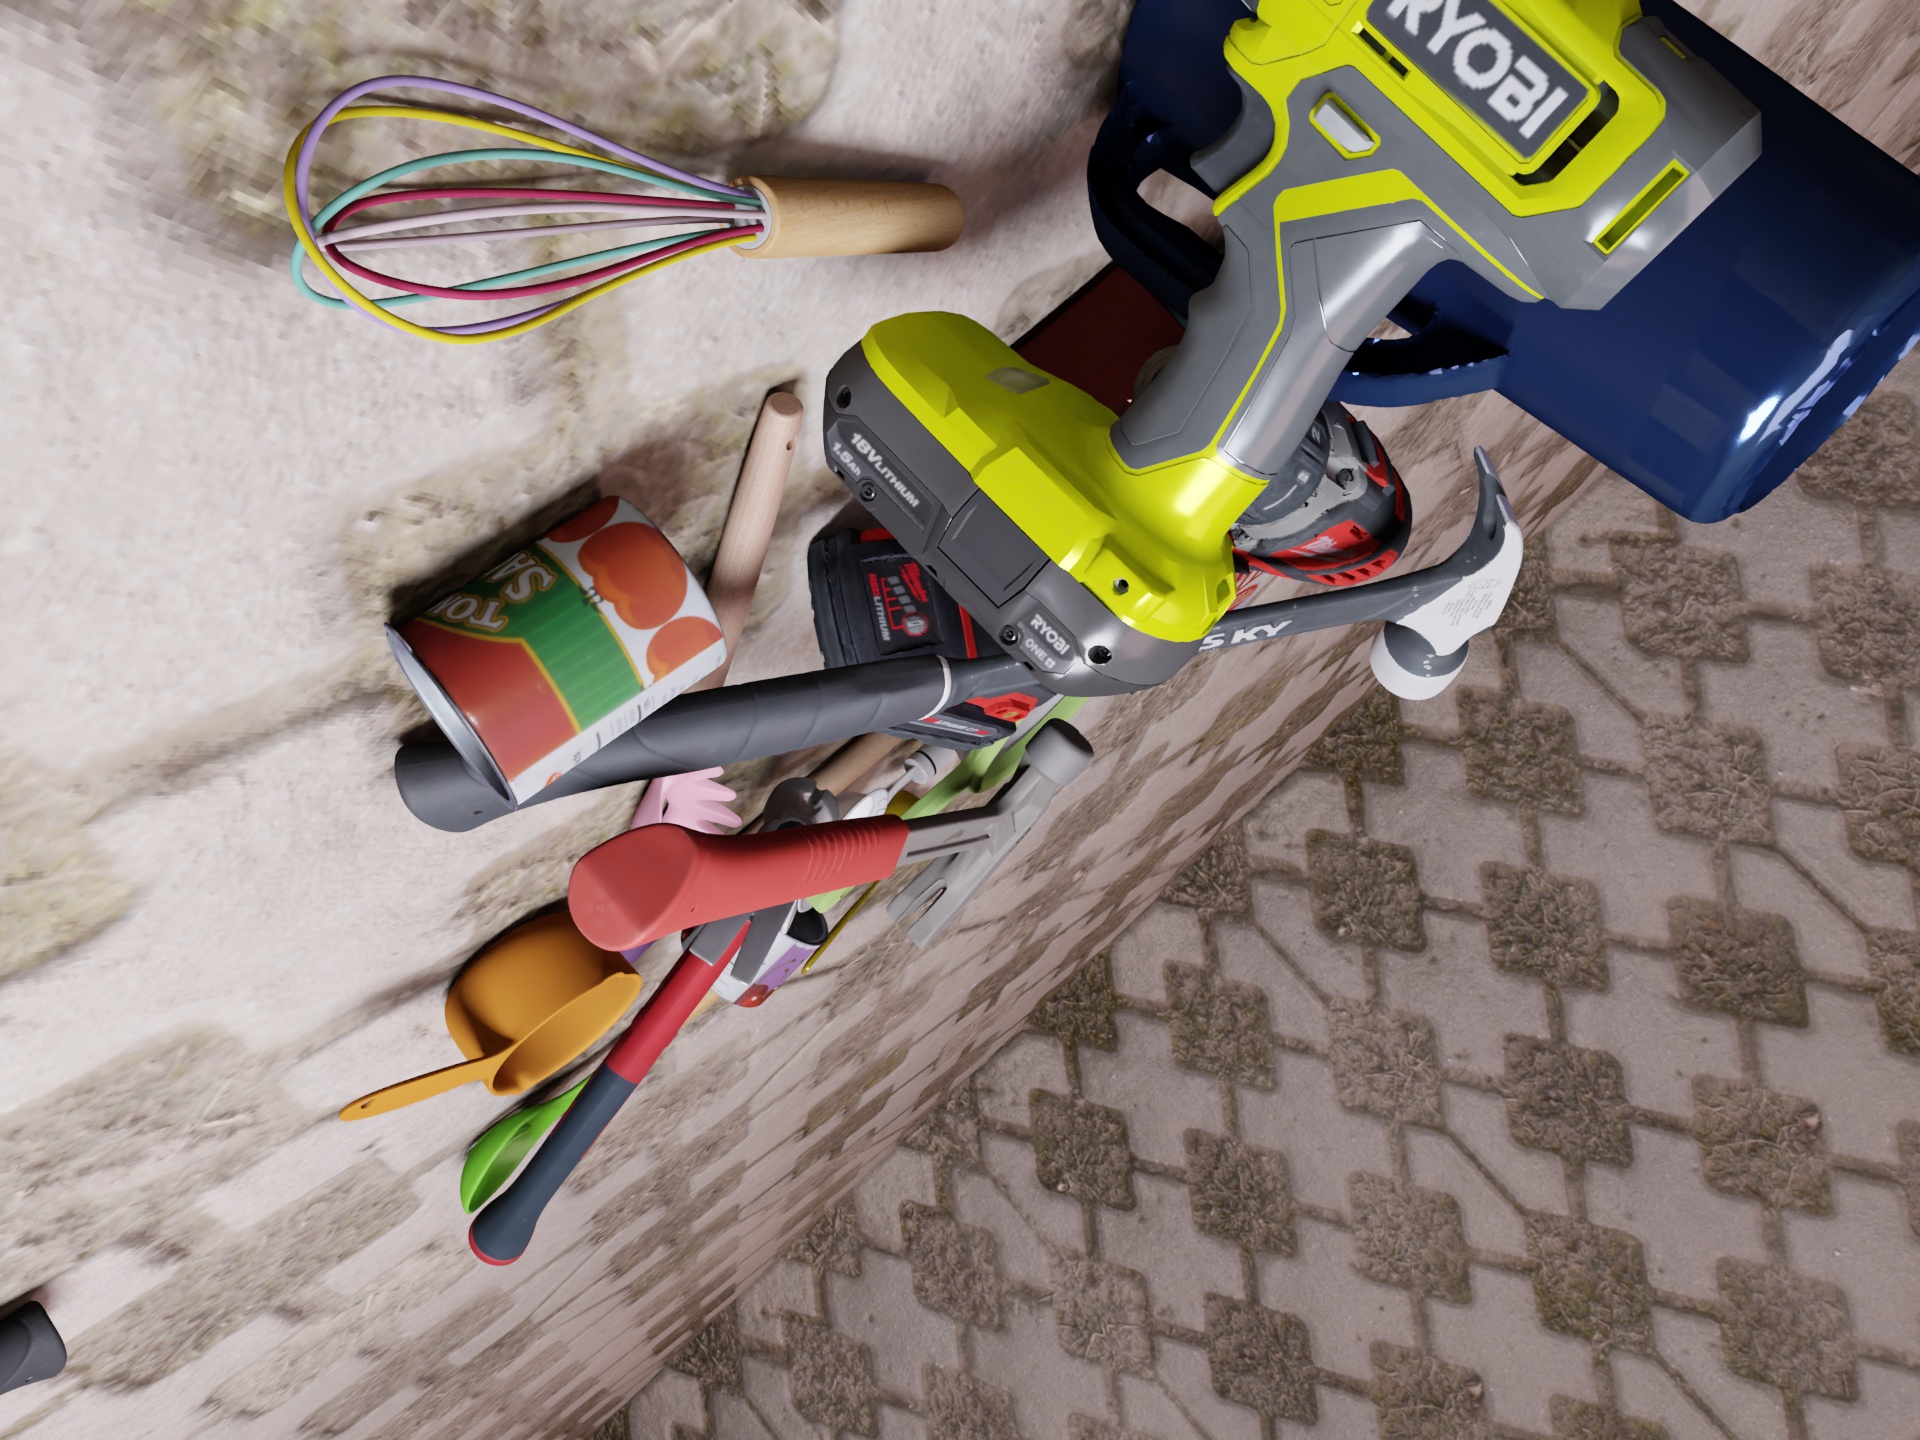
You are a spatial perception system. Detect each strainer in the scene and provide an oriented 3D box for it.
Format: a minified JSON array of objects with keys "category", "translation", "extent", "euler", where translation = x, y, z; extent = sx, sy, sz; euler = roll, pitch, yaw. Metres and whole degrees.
[{"category":"strainer","translation":[-0.032,0.032,0.954],"extent":[0.258,0.050,0.086],"euler":[-40,161,-32]},{"category":"strainer","translation":[-0.001,-0.003,0.852],"extent":[0.256,0.069,0.151],"euler":[-41,169,-20]}]

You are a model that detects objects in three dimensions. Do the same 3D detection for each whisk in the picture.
[{"category":"whisk","translation":[-0.068,-0.126,0.411],"extent":[0.245,0.047,0.051],"euler":[-26,157,-55]}]

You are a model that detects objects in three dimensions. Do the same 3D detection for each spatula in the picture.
[{"category":"spatula","translation":[-0.127,0.078,0.876],"extent":[0.316,0.018,0.059],"euler":[-39,162,-8]}]

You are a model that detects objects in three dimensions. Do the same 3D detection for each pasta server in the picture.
[{"category":"pasta server","translation":[-0.099,-0.013,0.656],"extent":[0.060,0.040,0.316],"euler":[-46,170,-39]}]

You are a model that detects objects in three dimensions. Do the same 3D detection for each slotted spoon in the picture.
[{"category":"slotted spoon","translation":[-0.196,0.200,1.031],"extent":[0.314,0.031,0.070],"euler":[-38,165,-23]}]

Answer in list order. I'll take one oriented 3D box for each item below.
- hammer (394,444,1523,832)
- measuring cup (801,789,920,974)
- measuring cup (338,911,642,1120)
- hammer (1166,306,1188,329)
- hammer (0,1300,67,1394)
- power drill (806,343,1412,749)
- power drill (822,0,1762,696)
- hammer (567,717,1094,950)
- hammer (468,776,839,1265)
[{"category":"hammer","translation":[0.007,-0.016,0.572],"extent":[0.409,0.036,0.149],"euler":[-11,158,-7]},{"category":"measuring cup","translation":[-0.067,0.098,0.988],"extent":[0.156,0.029,0.062],"euler":[-52,178,-45]},{"category":"measuring cup","translation":[-0.225,0.137,0.733],"extent":[0.095,0.052,0.173],"euler":[-49,162,25]},{"category":"hammer","translation":[0.205,-0.249,0.777],"extent":[0.331,0.033,0.128],"euler":[-36,165,-23]},{"category":"hammer","translation":[-0.465,0.279,0.547],"extent":[0.146,0.035,0.334],"euler":[-47,165,16]},{"category":"power drill","translation":[0.049,-0.067,0.619],"extent":[0.226,0.080,0.187],"euler":[-22,162,27]},{"category":"power drill","translation":[0.063,-0.136,0.437],"extent":[0.228,0.190,0.080],"euler":[-48,173,31]},{"category":"hammer","translation":[-0.052,0.064,0.696],"extent":[0.149,0.037,0.359],"euler":[-49,163,17]},{"category":"hammer","translation":[-0.187,0.197,0.859],"extent":[0.386,0.038,0.143],"euler":[-52,-172,31]}]
